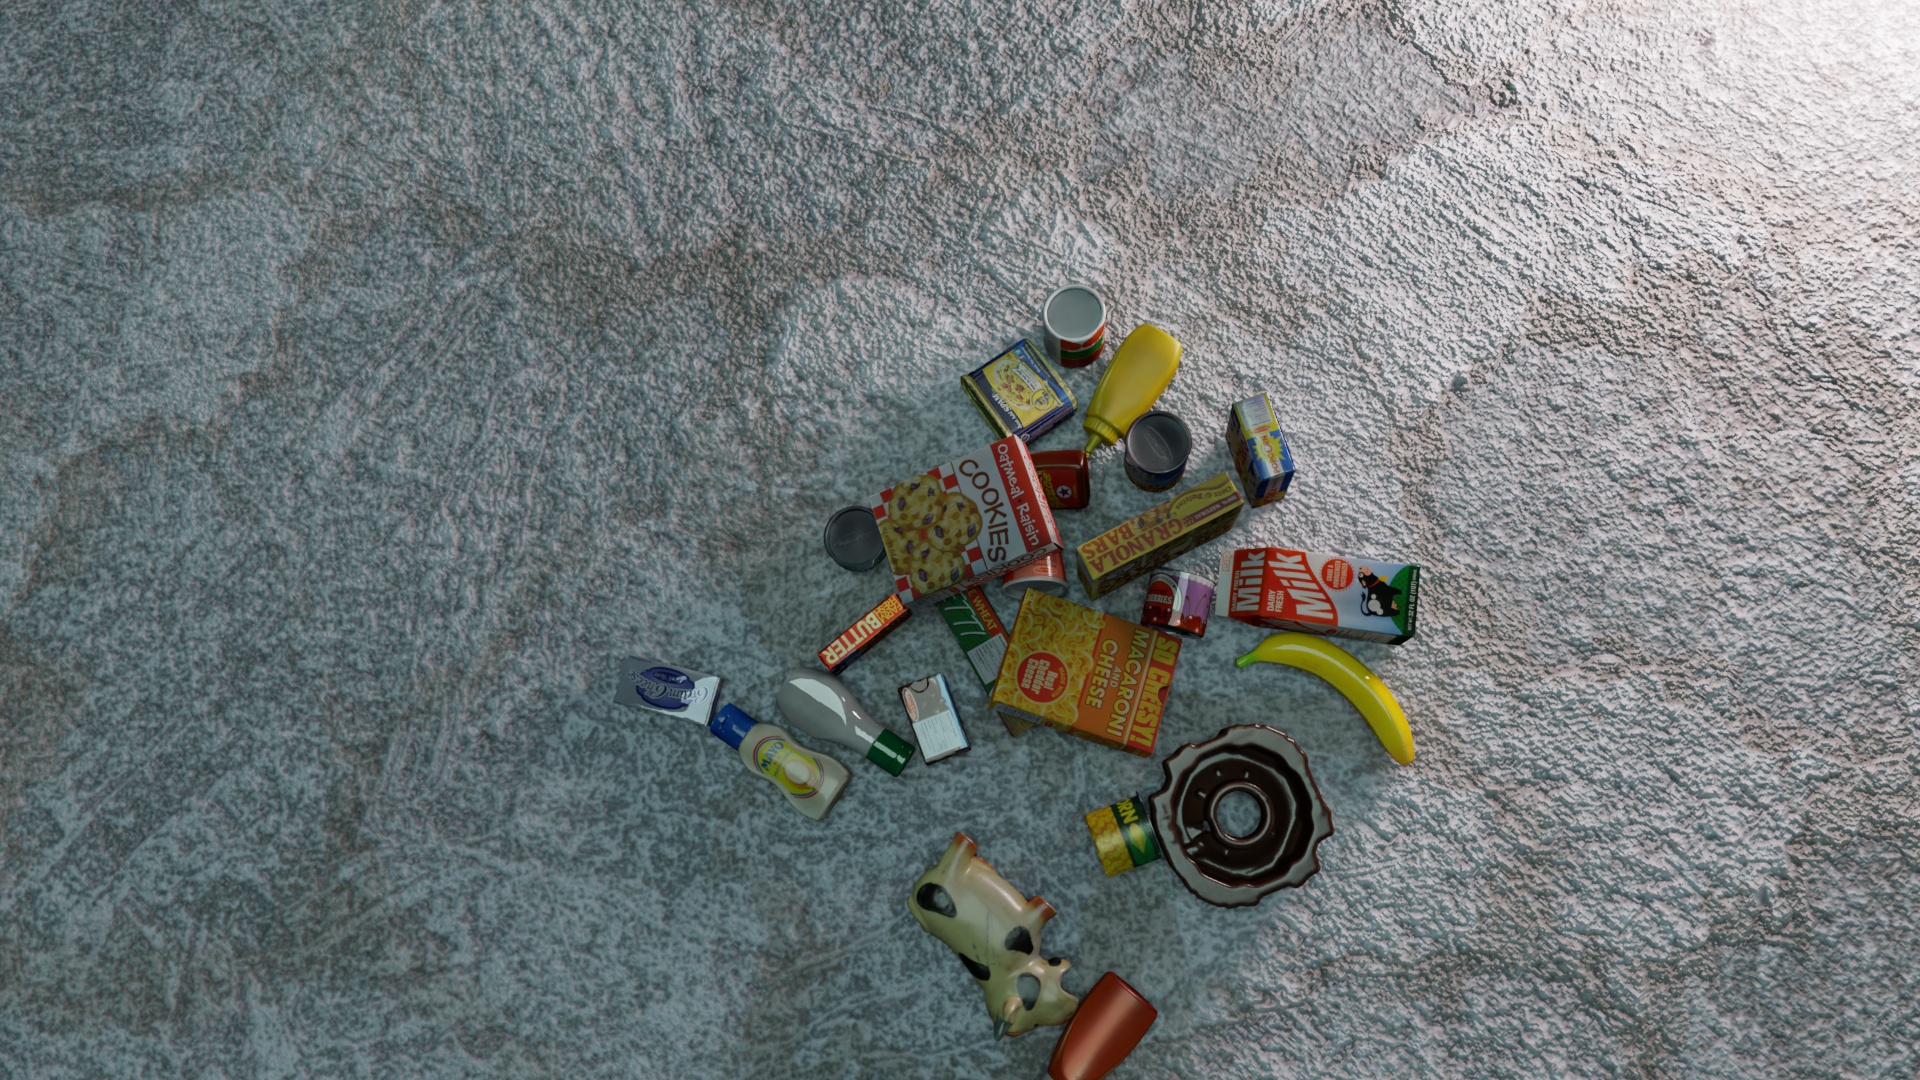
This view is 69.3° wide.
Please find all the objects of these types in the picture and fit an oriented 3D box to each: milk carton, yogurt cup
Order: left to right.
[{"bbox_3d":[0.075,0.027,1.424,0.072,0.072,0.054,-3,70,4],"label":"yogurt cup"},{"bbox_3d":[0.353,0.054,1.390,0.191,0.073,0.072,7,78,6],"label":"milk carton"}]

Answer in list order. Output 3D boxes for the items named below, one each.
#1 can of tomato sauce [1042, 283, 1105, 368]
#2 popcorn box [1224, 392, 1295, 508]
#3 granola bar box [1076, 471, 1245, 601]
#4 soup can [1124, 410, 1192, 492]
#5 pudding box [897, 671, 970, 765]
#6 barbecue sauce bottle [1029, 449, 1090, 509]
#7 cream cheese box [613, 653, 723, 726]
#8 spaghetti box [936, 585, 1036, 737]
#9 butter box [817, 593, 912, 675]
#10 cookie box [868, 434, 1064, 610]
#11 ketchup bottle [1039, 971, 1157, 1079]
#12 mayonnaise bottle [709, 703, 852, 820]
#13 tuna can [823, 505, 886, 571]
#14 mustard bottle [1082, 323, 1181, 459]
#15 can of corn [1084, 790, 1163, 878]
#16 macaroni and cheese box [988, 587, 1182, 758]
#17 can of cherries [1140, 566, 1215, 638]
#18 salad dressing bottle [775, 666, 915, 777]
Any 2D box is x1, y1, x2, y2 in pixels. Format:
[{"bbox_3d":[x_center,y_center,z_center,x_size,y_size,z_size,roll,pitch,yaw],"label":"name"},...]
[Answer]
[{"bbox_3d":[0.122,-0.227,1.466,0.071,0.083,0.071,-1,78,5],"label":"can of tomato sauce"},{"bbox_3d":[0.301,-0.089,1.399,0.038,0.126,0.085,-19,77,4],"label":"popcorn box"},{"bbox_3d":[0.196,-0.003,1.388,0.166,0.124,0.039,-27,77,-2],"label":"granola bar box"},{"bbox_3d":[0.199,-0.089,1.428,0.071,0.083,0.071,-1,77,5],"label":"soup can"},{"bbox_3d":[-0.026,0.181,1.413,0.050,0.030,0.084,-22,77,1],"label":"pudding box"},{"bbox_3d":[0.058,-0.061,1.447,0.148,0.064,0.044,-1,39,12],"label":"barbecue sauce bottle"},{"bbox_3d":[-0.303,0.156,1.443,0.104,0.024,0.053,13,79,7],"label":"cream cheese box"},{"bbox_3d":[0.013,0.083,1.432,0.050,0.028,0.250,-30,77,-2],"label":"spaghetti box"},{"bbox_3d":[-0.098,0.096,1.426,0.103,0.053,0.024,-39,80,-4],"label":"butter box"},{"bbox_3d":[0.005,-0.018,1.402,0.167,0.040,0.123,-23,71,13],"label":"cookie box"},{"bbox_3d":[0.120,0.489,1.325,0.065,0.043,0.149,38,83,12],"label":"ketchup bottle"},{"bbox_3d":[-0.186,0.221,1.411,0.148,0.041,0.065,33,84,10],"label":"mayonnaise bottle"},{"bbox_3d":[-0.108,0.001,1.458,0.071,0.032,0.071,-1,77,4],"label":"tuna can"},{"bbox_3d":[0.170,-0.150,1.462,0.065,0.048,0.160,33,83,11],"label":"mustard bottle"},{"bbox_3d":[0.158,0.287,1.355,0.058,0.071,0.071,-21,77,0],"label":"can of corn"},{"bbox_3d":[0.126,0.133,1.387,0.166,0.040,0.124,18,71,0],"label":"macaroni and cheese box"},{"bbox_3d":[0.217,0.063,1.400,0.071,0.071,0.058,13,80,7],"label":"can of cherries"},{"bbox_3d":[-0.116,0.186,1.411,0.148,0.044,0.064,33,104,7],"label":"salad dressing bottle"}]
